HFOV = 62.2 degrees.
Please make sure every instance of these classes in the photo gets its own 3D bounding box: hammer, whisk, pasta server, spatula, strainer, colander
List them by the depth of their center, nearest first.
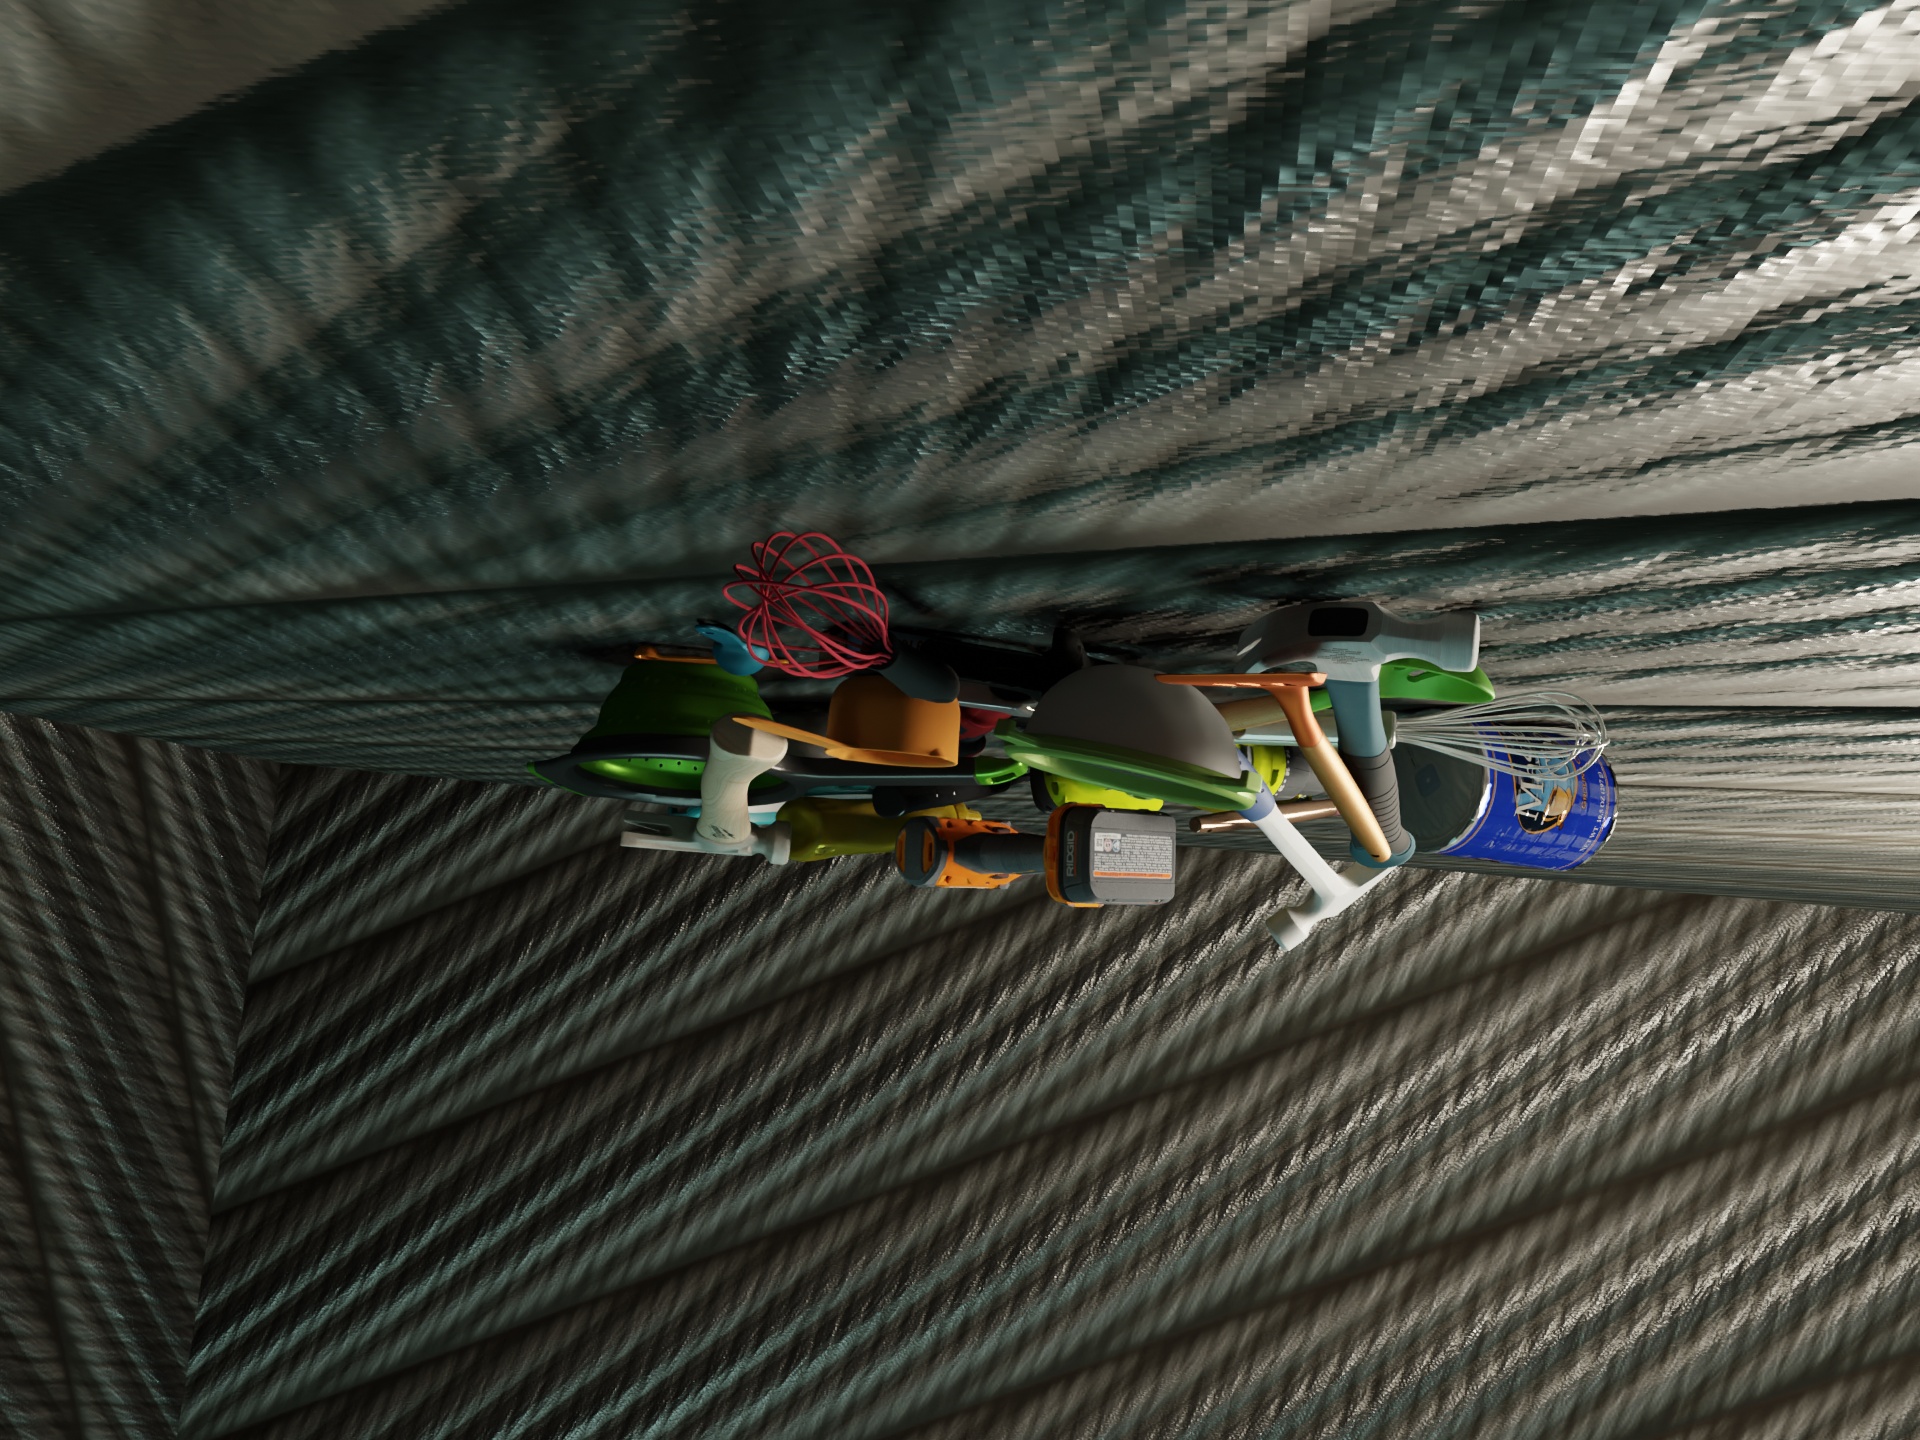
[{"bbox_3d":[-0.051,-0.042,0.865,0.073,0.073,0.295,4,172,17],"label":"whisk"},{"bbox_3d":[0.198,0.027,0.886,0.081,0.041,0.322,0,156,28],"label":"spatula"},{"bbox_3d":[0.240,0.019,0.942,0.128,0.033,0.330,6,157,21],"label":"hammer"},{"bbox_3d":[0.113,0.011,0.993,0.151,0.069,0.256,12,175,10],"label":"strainer"},{"bbox_3d":[0.286,0.007,1.024,0.246,0.058,0.059,2,-169,14],"label":"whisk"},{"bbox_3d":[-0.188,0.056,1.209,0.146,0.038,0.410,6,165,-9],"label":"hammer"},{"bbox_3d":[0.245,0.070,1.259,0.144,0.035,0.405,-38,141,9],"label":"hammer"},{"bbox_3d":[-0.142,0.005,1.268,0.397,0.094,0.204,-1,166,13],"label":"colander"},{"bbox_3d":[-0.002,-0.004,1.295,0.143,0.038,0.386,8,173,-6],"label":"hammer"},{"bbox_3d":[0.308,0.084,1.375,0.316,0.040,0.060,-3,147,-42],"label":"pasta server"},{"bbox_3d":[0.046,0.057,1.470,0.149,0.036,0.408,-1,-178,30],"label":"hammer"},{"bbox_3d":[-0.126,0.029,1.494,0.211,0.095,0.340,1,167,-35],"label":"strainer"}]

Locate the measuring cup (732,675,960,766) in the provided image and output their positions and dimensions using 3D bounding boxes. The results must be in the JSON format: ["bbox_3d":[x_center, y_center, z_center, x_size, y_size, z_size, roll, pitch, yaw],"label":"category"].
[{"bbox_3d":[-0.072,-0.007,1.011,0.095,0.052,0.173,-2,168,44],"label":"measuring cup"}]

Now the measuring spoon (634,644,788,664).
[{"bbox_3d":[-0.188,-0.050,1.205,0.117,0.011,0.021,3,173,-2],"label":"measuring spoon"}]

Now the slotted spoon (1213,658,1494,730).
[{"bbox_3d":[0.188,-0.007,0.993,0.070,0.031,0.314,22,158,-36],"label":"slotted spoon"}]

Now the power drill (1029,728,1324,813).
[{"bbox_3d":[0.186,0.041,1.360,0.190,0.080,0.228,7,171,-33],"label":"power drill"}]

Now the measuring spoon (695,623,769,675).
[{"bbox_3d":[-0.167,-0.048,1.125,0.042,0.021,0.128,5,174,7],"label":"measuring spoon"}]

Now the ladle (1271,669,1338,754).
[{"bbox_3d":[0.278,0.004,1.165,0.078,0.062,0.320,-1,164,28],"label":"ladle"}]

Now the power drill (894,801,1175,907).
[{"bbox_3d":[0.075,0.115,1.364,0.164,0.084,0.226,7,173,-42],"label":"power drill"}]
